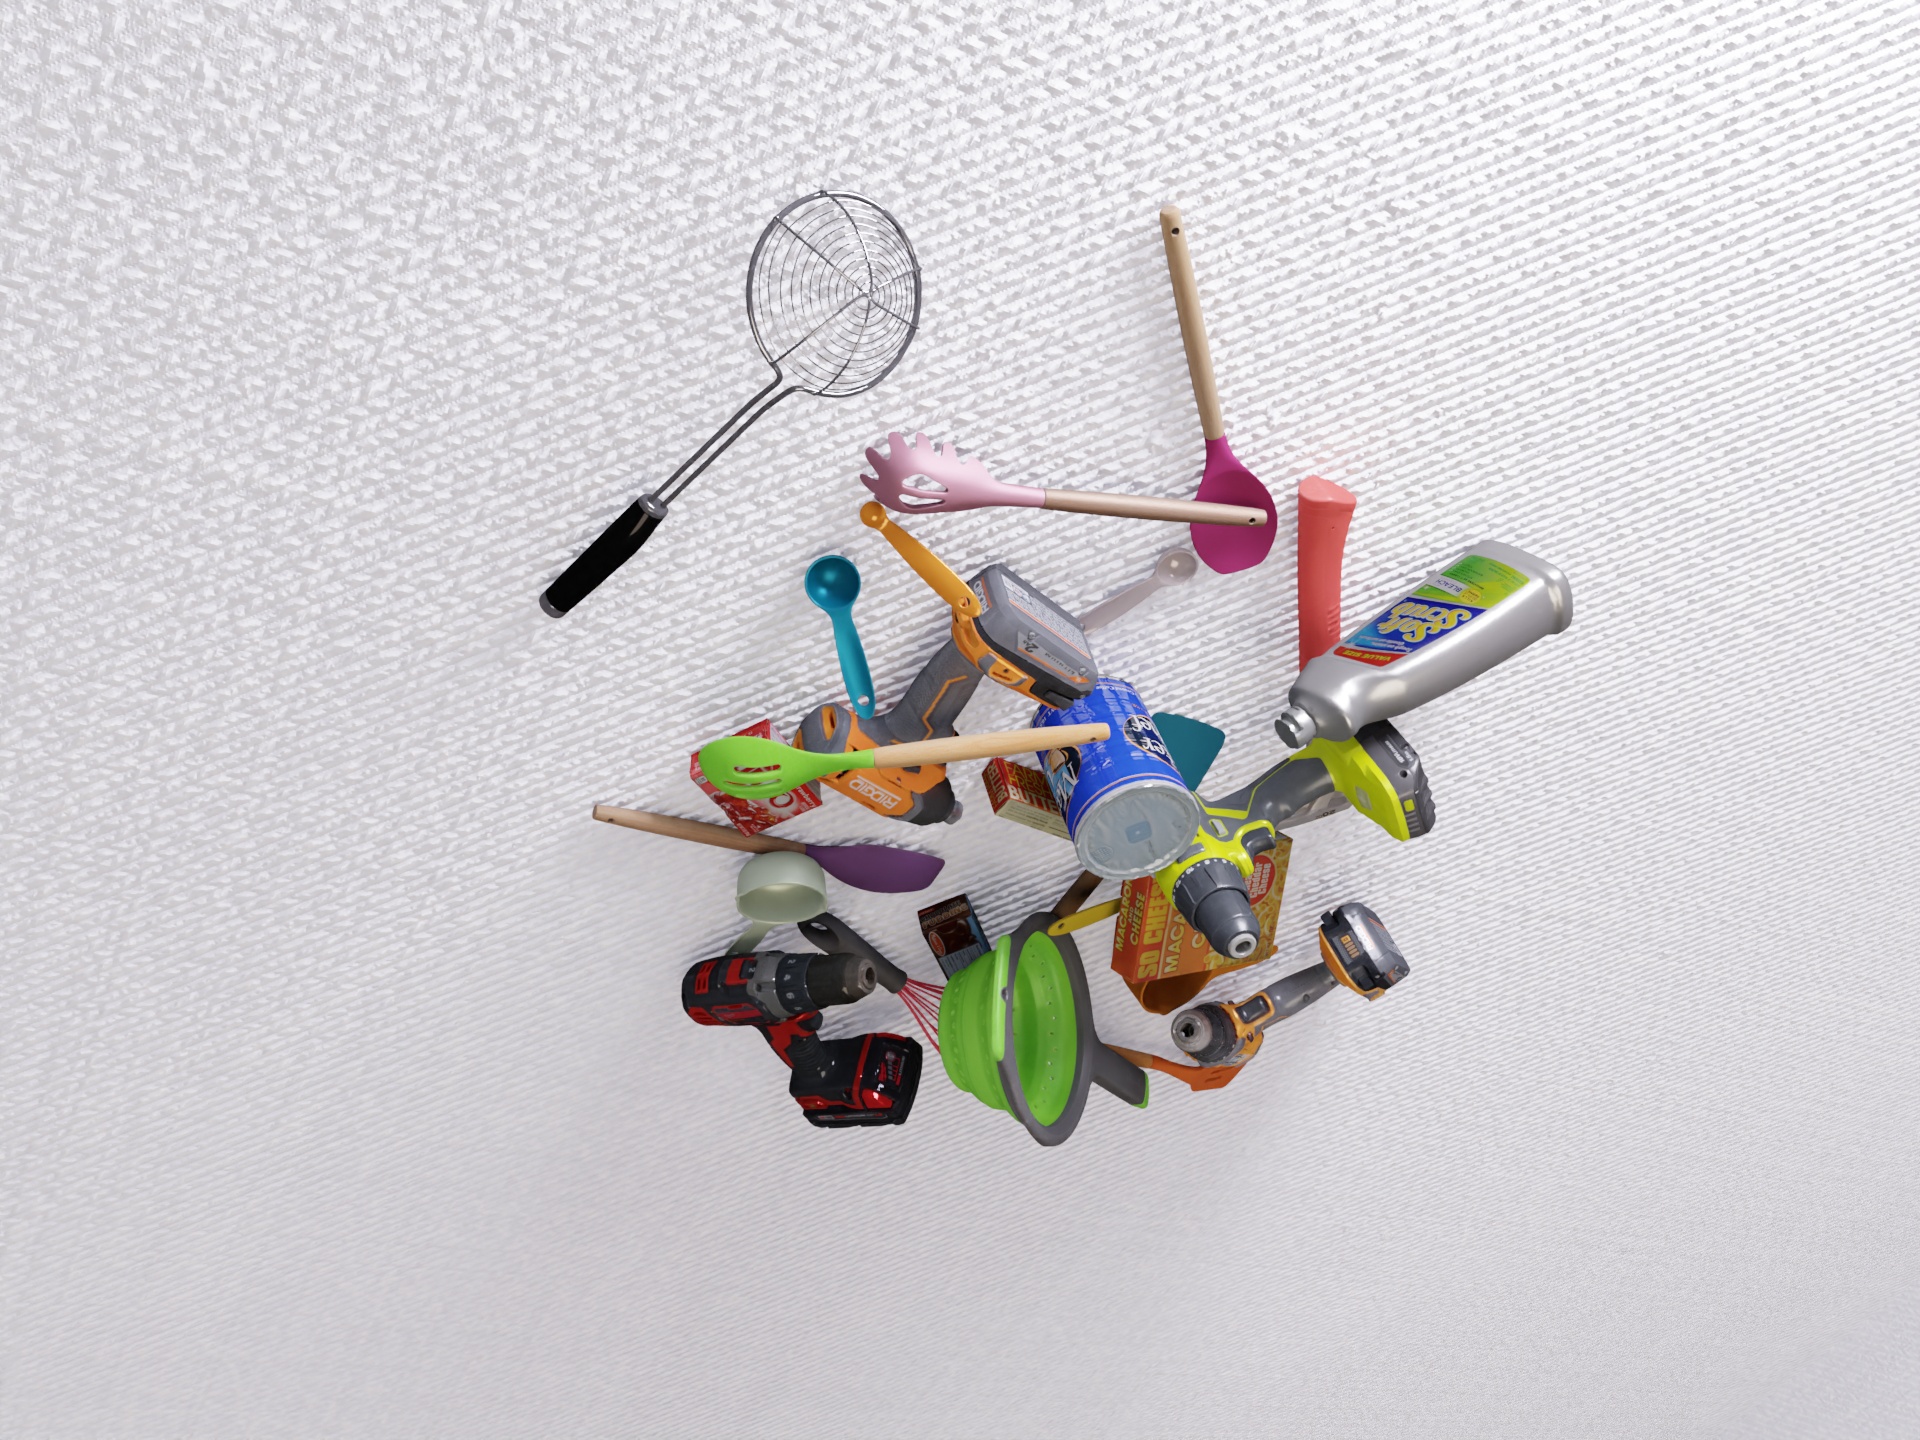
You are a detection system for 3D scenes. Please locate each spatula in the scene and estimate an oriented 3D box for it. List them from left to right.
[{"bbox_3d":[-0.158,0.108,1.345,0.315,0.018,0.059,14,129,-28],"label":"spatula"},{"bbox_3d":[0.128,0.123,1.444,0.082,0.044,0.317,15,128,-29],"label":"spatula"},{"bbox_3d":[0.172,0.341,1.642,0.322,0.041,0.081,16,123,-23],"label":"spatula"}]

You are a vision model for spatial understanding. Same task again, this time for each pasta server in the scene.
[{"bbox_3d":[0.083,-0.166,1.174,0.316,0.040,0.060,2,128,-20],"label":"pasta server"}]

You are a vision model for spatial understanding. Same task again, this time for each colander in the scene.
[{"bbox_3d":[0.076,0.309,1.491,0.094,0.205,0.396,-7,153,24],"label":"colander"}]

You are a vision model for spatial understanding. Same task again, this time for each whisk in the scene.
[{"bbox_3d":[-0.046,0.253,1.479,0.073,0.073,0.295,-39,123,16],"label":"whisk"}]

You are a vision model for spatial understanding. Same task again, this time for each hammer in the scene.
[{"bbox_3d":[0.294,-0.047,1.343,0.149,0.037,0.358,-16,132,-4],"label":"hammer"}]

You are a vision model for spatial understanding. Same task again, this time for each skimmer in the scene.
[{"bbox_3d":[-0.170,-0.200,1.075,0.363,0.090,0.127,-37,133,28],"label":"skimmer"}]

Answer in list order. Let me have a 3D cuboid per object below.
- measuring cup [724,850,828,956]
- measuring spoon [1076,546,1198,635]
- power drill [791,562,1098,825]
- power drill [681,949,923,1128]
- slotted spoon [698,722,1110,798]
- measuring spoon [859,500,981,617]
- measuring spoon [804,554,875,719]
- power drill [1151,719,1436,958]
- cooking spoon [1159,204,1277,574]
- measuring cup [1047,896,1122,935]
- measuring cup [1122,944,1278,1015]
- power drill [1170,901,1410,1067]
[{"bbox_3d":[-0.171,0.161,1.375,0.083,0.038,0.167,11,145,-25],"label":"measuring cup"},{"bbox_3d":[0.133,-0.102,1.264,0.124,0.018,0.034,-32,131,19],"label":"measuring spoon"},{"bbox_3d":[-0.002,-0.004,1.260,0.226,0.084,0.164,-40,129,23],"label":"power drill"},{"bbox_3d":[-0.118,0.277,1.423,0.188,0.080,0.226,-11,136,29],"label":"power drill"},{"bbox_3d":[-0.040,0.025,1.208,0.313,0.031,0.070,-6,140,-6],"label":"slotted spoon"},{"bbox_3d":[-0.029,-0.116,1.159,0.117,0.011,0.021,43,109,-4],"label":"measuring spoon"},{"bbox_3d":[-0.084,-0.063,1.193,0.042,0.021,0.128,-12,106,4],"label":"measuring spoon"},{"bbox_3d":[0.265,0.088,1.301,0.228,0.191,0.080,-27,127,0],"label":"power drill"},{"bbox_3d":[0.182,-0.231,1.164,0.069,0.017,0.318,-17,133,5],"label":"cooking spoon"},{"bbox_3d":[0.140,0.158,1.446,0.156,0.029,0.062,-18,134,-24],"label":"measuring cup"},{"bbox_3d":[0.232,0.227,1.550,0.173,0.052,0.095,-9,130,-32],"label":"measuring cup"},{"bbox_3d":[0.312,0.266,1.550,0.226,0.084,0.185,-34,156,14],"label":"power drill"}]
